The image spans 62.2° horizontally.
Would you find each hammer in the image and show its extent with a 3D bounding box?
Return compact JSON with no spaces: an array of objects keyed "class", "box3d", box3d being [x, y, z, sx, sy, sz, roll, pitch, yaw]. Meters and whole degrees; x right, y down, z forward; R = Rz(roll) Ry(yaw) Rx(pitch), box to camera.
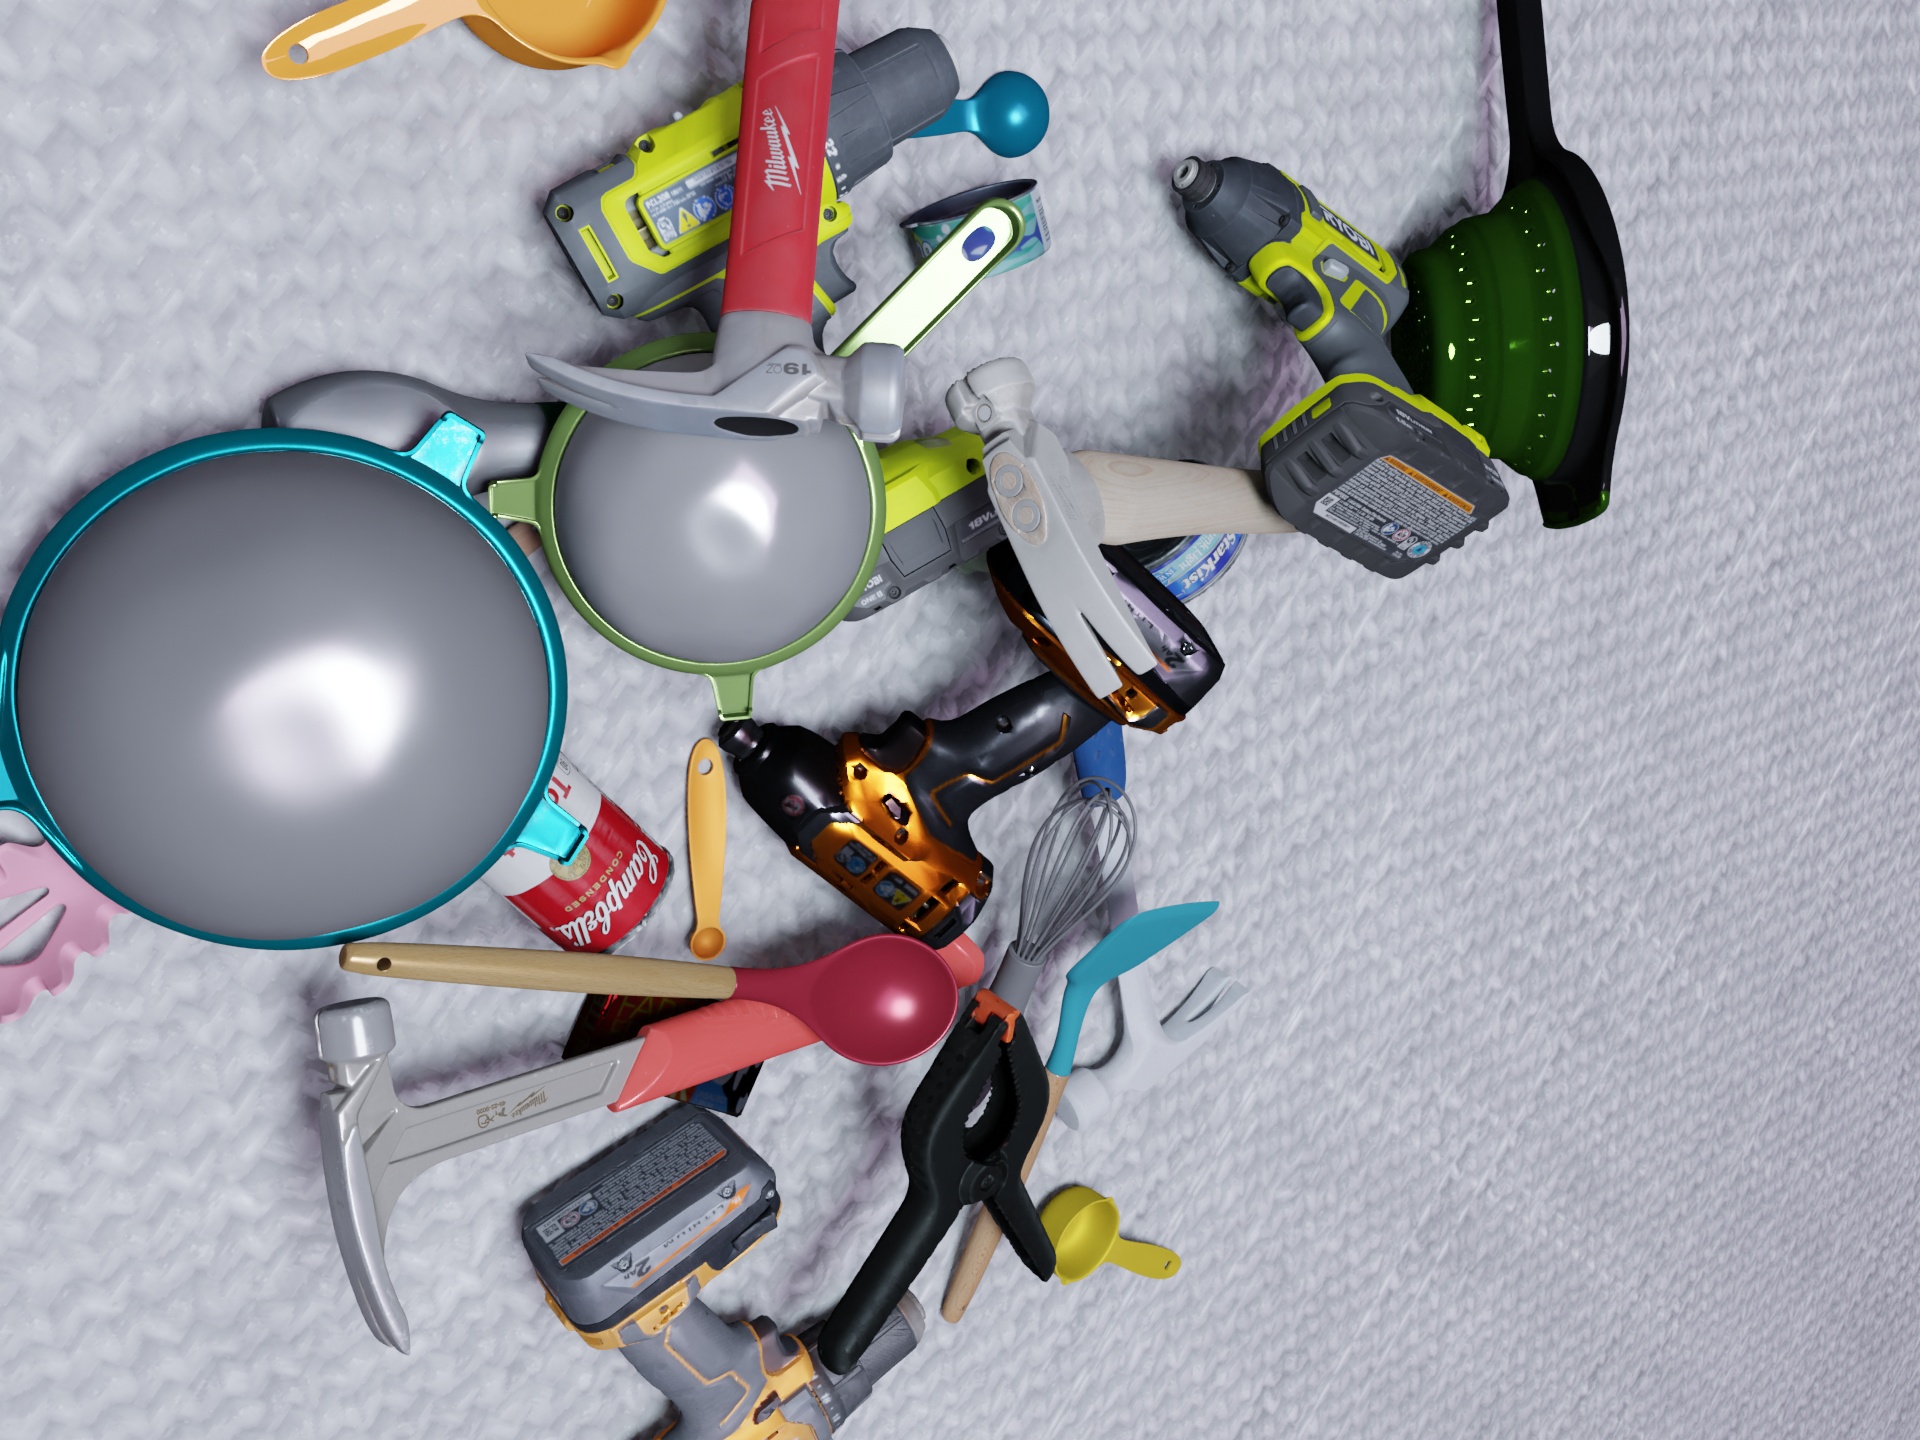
[{"class":"hammer","box3d":[0.088,0.050,0.911,0.144,0.035,0.405,-27,123,-26]},{"class":"hammer","box3d":[-0.128,0.170,0.782,0.359,0.037,0.149,-11,93,-41]},{"class":"hammer","box3d":[0.148,-0.104,0.813,0.410,0.038,0.146,-12,74,-53]},{"class":"hammer","box3d":[-0.082,-0.301,0.651,0.143,0.038,0.386,4,77,-2]}]

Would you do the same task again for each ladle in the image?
[{"class":"ladle","box3d":[-0.130,0.122,0.739,0.315,0.031,0.069,13,92,-39]}]

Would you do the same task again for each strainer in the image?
[{"class":"strainer","box3d":[-0.307,0.014,0.577,0.340,0.095,0.211,-16,107,-20]},{"class":"strainer","box3d":[-0.064,-0.119,0.660,0.256,0.069,0.151,-44,111,7]}]

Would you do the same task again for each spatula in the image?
[{"class":"spatula","box3d":[0.053,0.230,0.920,0.082,0.044,0.317,0,117,-47]}]

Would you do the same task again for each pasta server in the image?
[{"class":"pasta server","box3d":[-0.290,0.006,0.669,0.316,0.040,0.060,-42,105,-19]}]

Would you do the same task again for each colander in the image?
[{"class":"colander","box3d":[0.305,-0.309,0.944,0.094,0.204,0.397,-6,91,3]}]

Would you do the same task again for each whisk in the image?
[{"class":"whisk","box3d":[0.039,0.132,0.882,0.055,0.055,0.238,1,125,-34]}]

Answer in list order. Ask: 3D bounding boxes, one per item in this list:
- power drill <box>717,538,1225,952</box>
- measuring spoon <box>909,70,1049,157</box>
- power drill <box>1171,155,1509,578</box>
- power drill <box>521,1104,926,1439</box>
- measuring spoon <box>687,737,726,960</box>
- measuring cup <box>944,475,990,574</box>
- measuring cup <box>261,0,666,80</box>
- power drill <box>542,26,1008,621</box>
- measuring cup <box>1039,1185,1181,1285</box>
[{"class":"power drill","box3d":[-0.001,-0.003,0.792,0.164,0.084,0.226,40,107,-22]},{"class":"measuring spoon","box3d":[-0.006,-0.298,0.783,0.128,0.021,0.042,-15,111,-31]},{"class":"power drill","box3d":[0.193,-0.198,0.844,0.171,0.223,0.080,19,136,-38]},{"class":"power drill","box3d":[-0.115,0.315,0.849,0.185,0.084,0.226,-30,122,-26]},{"class":"measuring spoon","box3d":[-0.131,0.066,0.811,0.021,0.011,0.117,-6,103,-31]},{"class":"measuring cup","box3d":[-0.019,-0.116,0.815,0.167,0.038,0.083,0,103,-36]},{"class":"measuring cup","box3d":[-0.202,-0.292,0.638,0.173,0.052,0.095,-33,119,-20]},{"class":"power drill","box3d":[-0.052,-0.180,0.725,0.190,0.080,0.228,-30,113,-6]},{"class":"measuring cup","box3d":[0.098,0.340,1.036,0.156,0.029,0.062,36,82,-47]}]
